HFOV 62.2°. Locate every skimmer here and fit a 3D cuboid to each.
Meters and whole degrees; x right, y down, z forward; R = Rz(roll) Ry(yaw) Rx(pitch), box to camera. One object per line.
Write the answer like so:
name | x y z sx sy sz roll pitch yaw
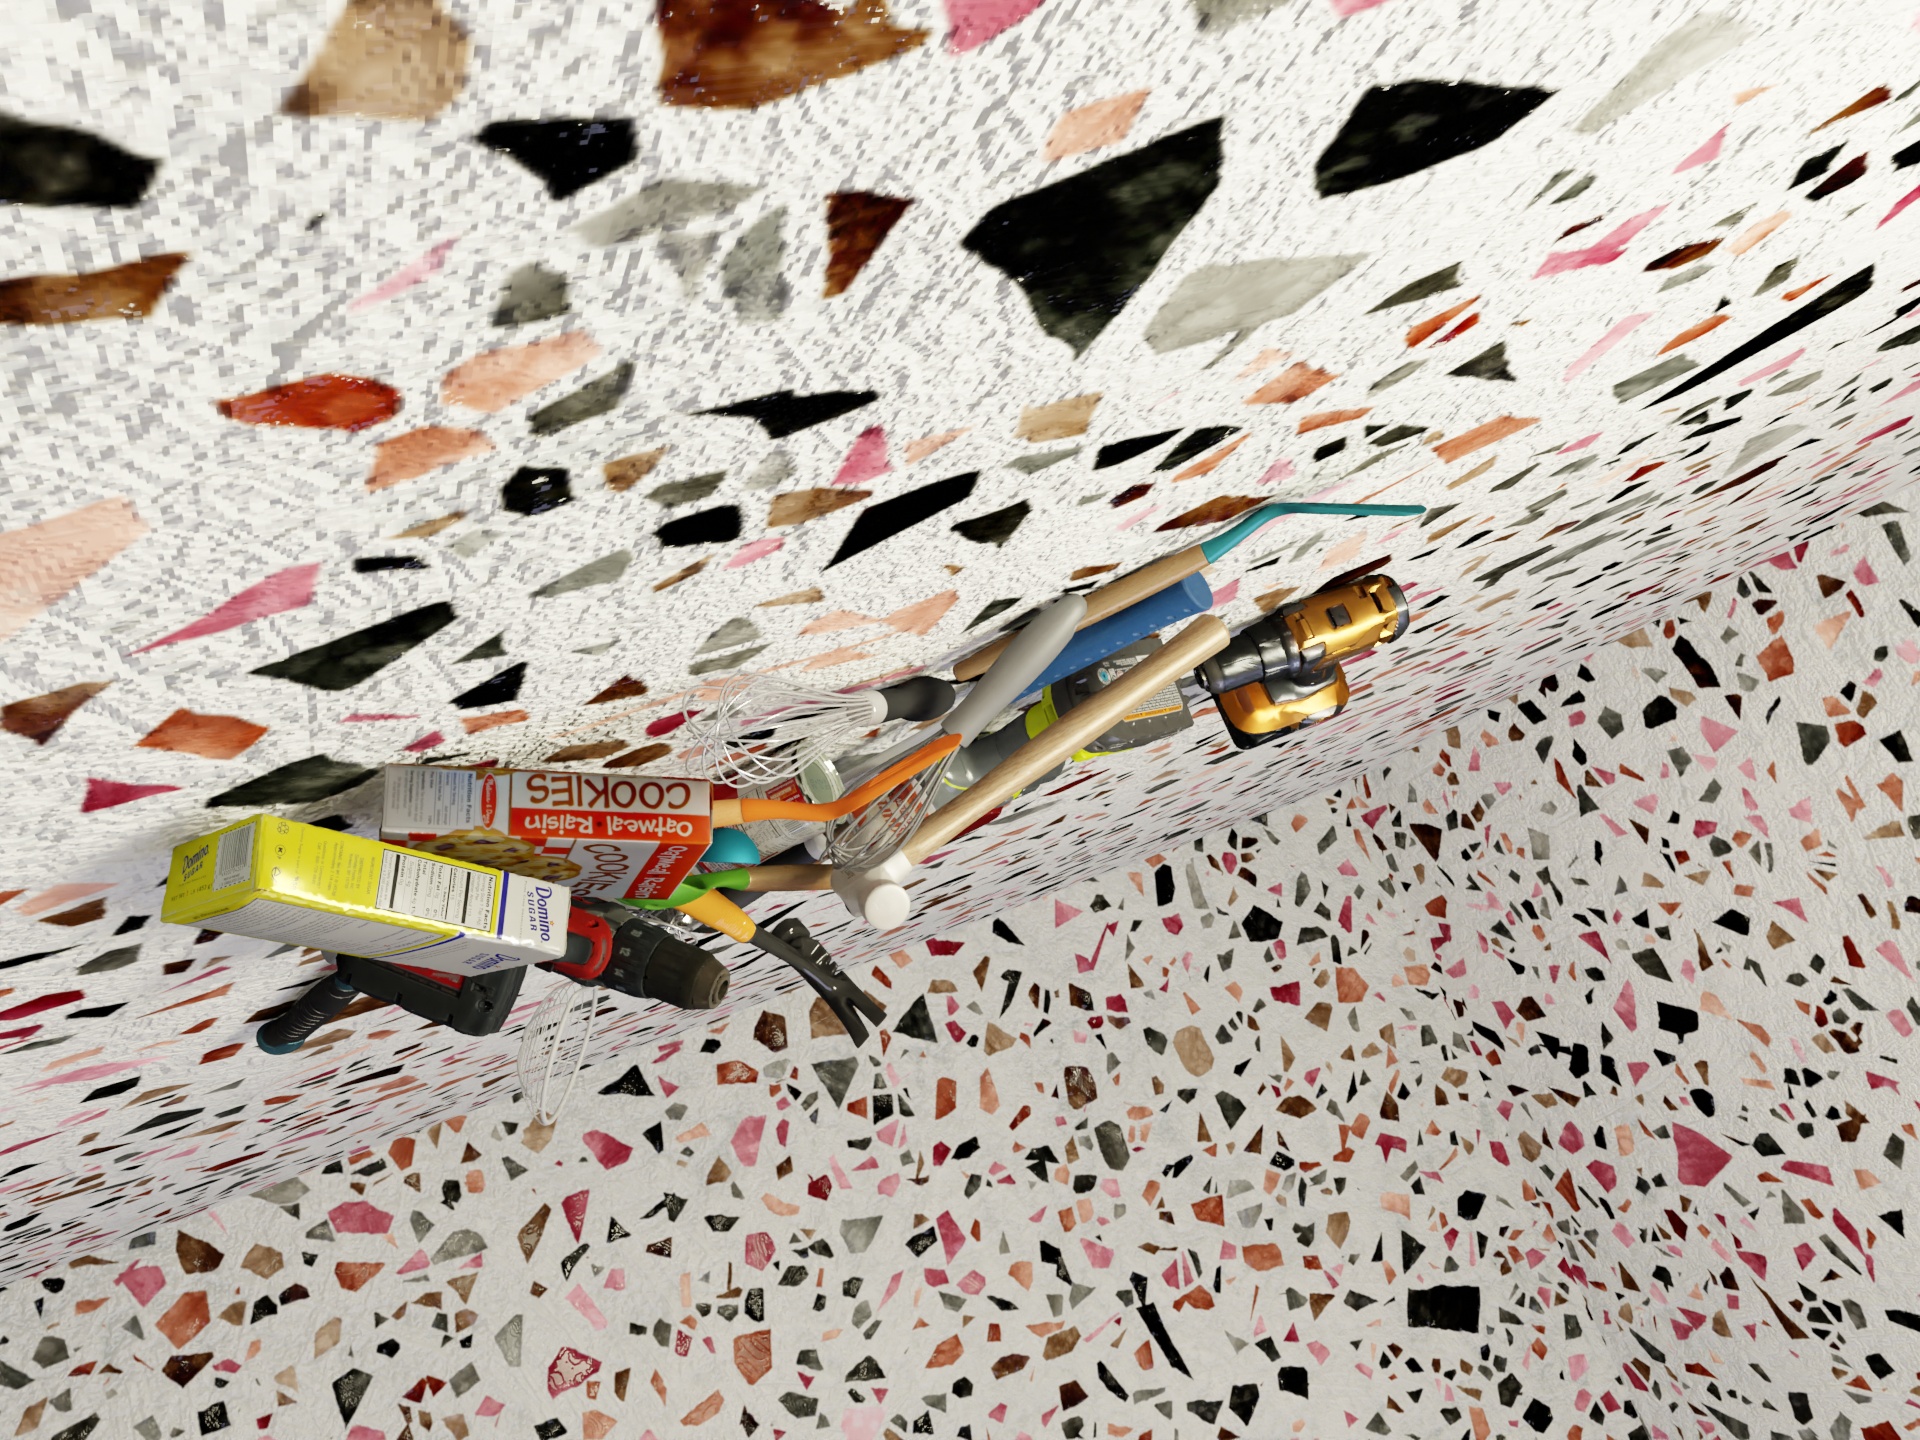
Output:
skimmer | -0.234 0.212 1.318 0.363 0.090 0.127 -34 -165 19

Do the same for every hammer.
hammer | 0.050 0.027 1.099 0.331 0.031 0.130 -35 -163 -13
hammer | -0.002 -0.004 1.148 0.405 0.035 0.144 -28 168 28
hammer | -0.170 0.142 1.135 0.034 0.127 0.336 -48 143 -2
hammer | -0.467 0.199 1.205 0.128 0.033 0.331 -10 164 -43

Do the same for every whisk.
whisk | -0.269 0.176 1.244 0.059 0.058 0.246 24 155 -25
whisk | -0.005 0.008 1.016 0.239 0.055 0.055 -47 166 4
whisk | -0.075 -0.005 0.968 0.070 0.070 0.284 -28 173 27

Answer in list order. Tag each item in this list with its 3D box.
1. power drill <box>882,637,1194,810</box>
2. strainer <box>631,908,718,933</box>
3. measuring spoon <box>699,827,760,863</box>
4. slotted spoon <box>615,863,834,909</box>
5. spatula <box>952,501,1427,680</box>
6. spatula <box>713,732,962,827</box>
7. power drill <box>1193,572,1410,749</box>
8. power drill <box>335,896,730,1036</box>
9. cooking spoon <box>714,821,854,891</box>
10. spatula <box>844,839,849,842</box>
power drill | 0.071 0.014 1.277 0.190 0.080 0.228 -10 166 -46
strainer | -0.292 0.161 1.351 0.087 0.050 0.258 24 -165 37
measuring spoon | -0.157 0.075 0.962 0.042 0.021 0.129 6 175 -27
slotted spoon | -0.131 0.109 1.084 0.070 0.031 0.313 8 -179 33
spatula | 0.137 -0.085 1.015 0.317 0.044 0.082 -25 -176 18
spatula | -0.156 0.048 0.961 0.322 0.041 0.081 -7 -174 2
power drill | 0.282 -0.044 1.412 0.185 0.084 0.226 -20 164 -8
power drill | -0.270 0.151 1.041 0.188 0.080 0.226 17 179 16
cooking spoon | -0.152 0.120 1.391 0.319 0.017 0.069 -28 -159 53
spatula | -0.085 0.096 1.353 0.060 0.018 0.316 -21 -177 -20
